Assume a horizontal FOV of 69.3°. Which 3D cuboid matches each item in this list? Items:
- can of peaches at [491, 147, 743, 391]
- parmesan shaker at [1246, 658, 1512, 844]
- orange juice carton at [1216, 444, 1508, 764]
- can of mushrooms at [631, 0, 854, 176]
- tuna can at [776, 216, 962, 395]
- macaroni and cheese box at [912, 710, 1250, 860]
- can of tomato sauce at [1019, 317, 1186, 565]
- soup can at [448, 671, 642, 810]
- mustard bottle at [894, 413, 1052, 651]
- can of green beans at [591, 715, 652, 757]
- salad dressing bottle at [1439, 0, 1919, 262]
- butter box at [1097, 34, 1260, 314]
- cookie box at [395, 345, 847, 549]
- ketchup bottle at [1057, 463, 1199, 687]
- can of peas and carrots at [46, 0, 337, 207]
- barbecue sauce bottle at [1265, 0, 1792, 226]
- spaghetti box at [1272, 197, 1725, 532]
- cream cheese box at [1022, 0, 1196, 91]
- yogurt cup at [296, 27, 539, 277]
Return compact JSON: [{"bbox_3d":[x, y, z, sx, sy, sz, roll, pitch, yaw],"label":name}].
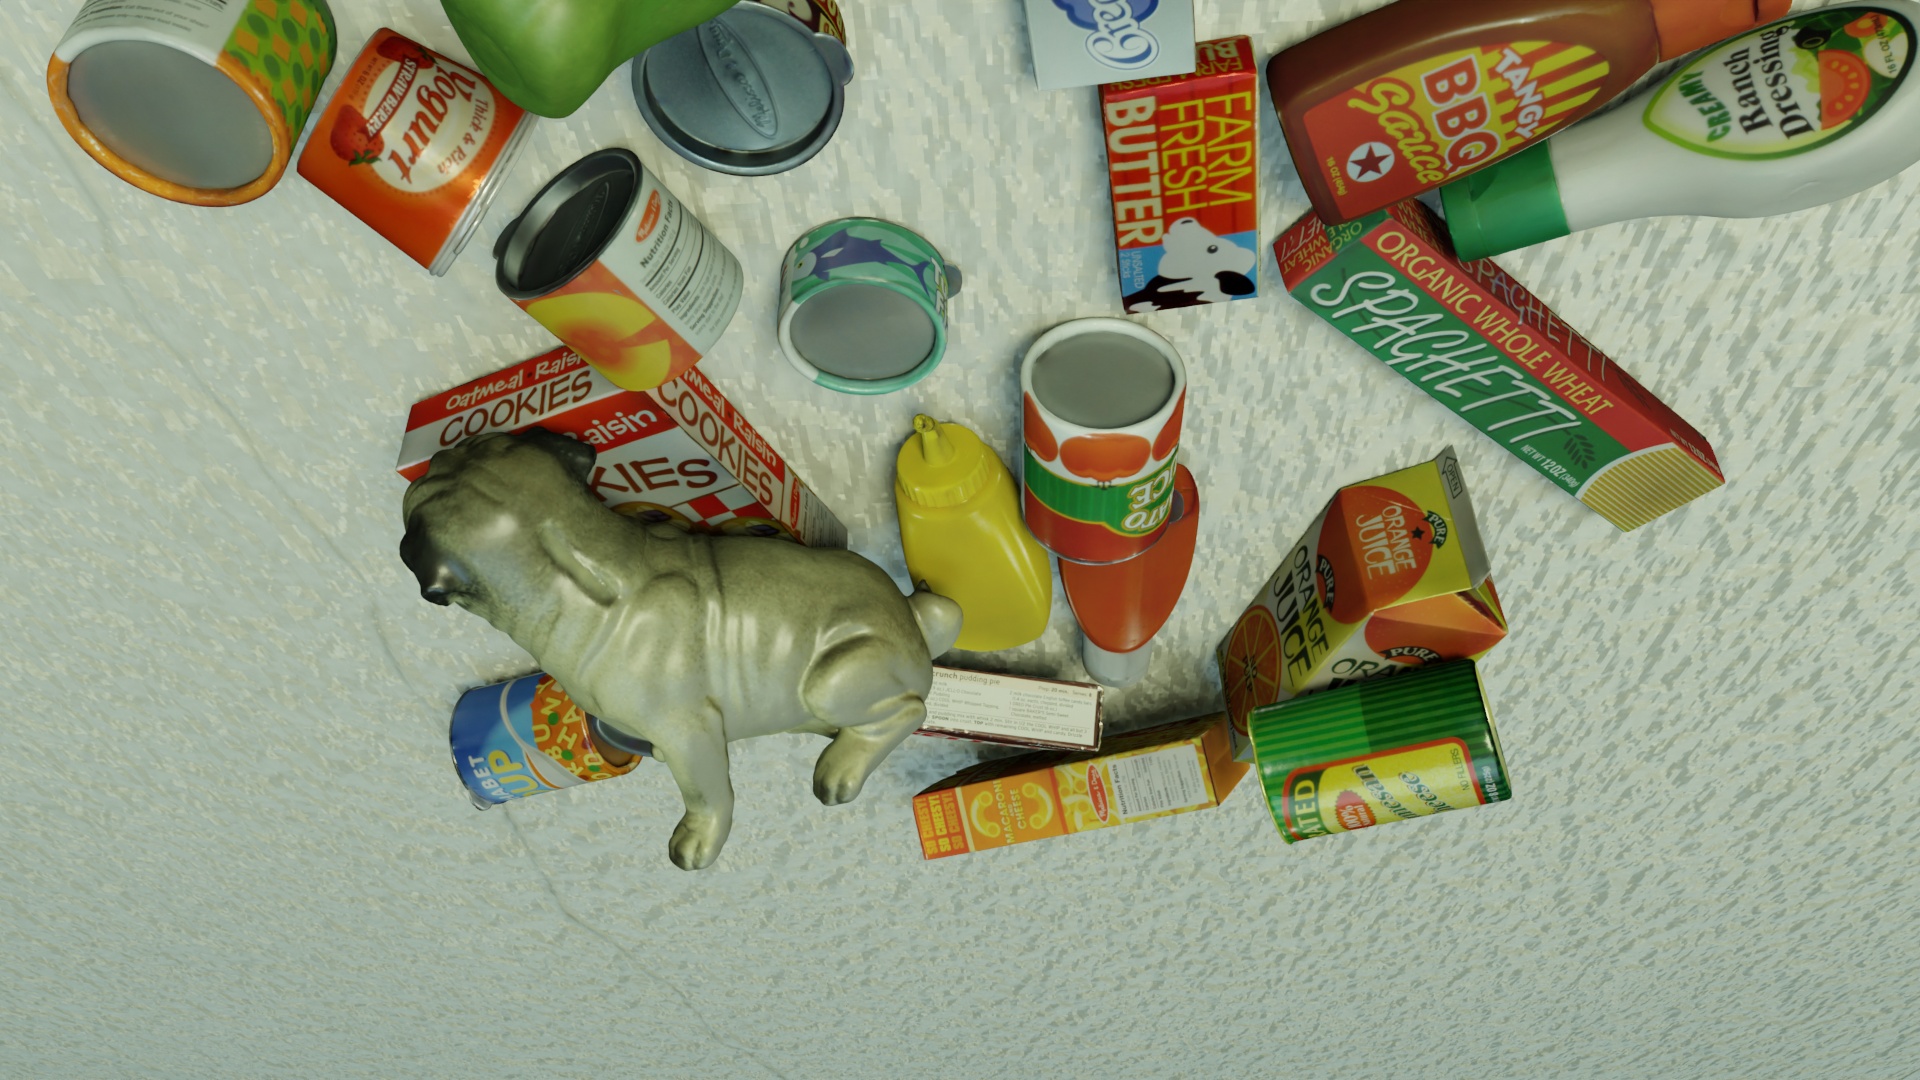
[{"bbox_3d":[-0.122,-0.095,0.496,0.071,0.071,0.058,-20,140,24],"label":"can of peaches"},{"bbox_3d":[0.193,0.096,0.641,0.103,0.071,0.071,-17,141,21],"label":"parmesan shaker"},{"bbox_3d":[0.200,0.039,0.682,0.073,0.072,0.191,8,143,-13],"label":"orange juice carton"},{"bbox_3d":[-0.067,-0.153,0.444,0.071,0.033,0.070,-1,143,0],"label":"can of mushrooms"},{"bbox_3d":[-0.035,-0.089,0.534,0.071,0.033,0.070,0,144,0],"label":"tuna can"},{"bbox_3d":[0.072,0.137,0.791,0.166,0.040,0.124,-15,175,18],"label":"macaroni and cheese box"},{"bbox_3d":[0.059,-0.040,0.573,0.071,0.071,0.082,-2,143,1],"label":"can of tomato sauce"},{"bbox_3d":[-0.224,0.107,0.760,0.083,0.072,0.071,-14,142,17],"label":"soup can"},{"bbox_3d":[0.002,-0.008,0.631,0.065,0.049,0.159,-7,143,9],"label":"mustard bottle"},{"bbox_3d":[-0.156,0.073,0.728,0.071,0.058,0.071,-1,143,-1],"label":"can of green beans"},{"bbox_3d":[0.239,-0.131,0.465,0.147,0.064,0.044,-13,152,28],"label":"salad dressing bottle"},{"bbox_3d":[0.079,-0.127,0.493,0.053,0.024,0.103,-7,144,7],"label":"butter box"},{"bbox_3d":[-0.144,-0.018,0.621,0.123,0.040,0.167,-16,142,19],"label":"cookie box"},{"bbox_3d":[0.079,0.021,0.677,0.065,0.044,0.148,-2,144,2],"label":"ketchup bottle"},{"bbox_3d":[-0.234,-0.145,0.429,0.071,0.059,0.070,0,143,0],"label":"can of peas and carrots"},{"bbox_3d":[0.178,-0.154,0.442,0.148,0.044,0.064,-18,139,21],"label":"barbecue sauce bottle"},{"bbox_3d":[0.228,-0.069,0.572,0.250,0.029,0.050,25,135,-32],"label":"spaghetti box"},{"bbox_3d":[0.041,-0.185,0.412,0.053,0.024,0.103,-6,143,8],"label":"cream cheese box"},{"bbox_3d":[-0.176,-0.128,0.451,0.054,0.073,0.072,31,134,-25],"label":"yogurt cup"}]
